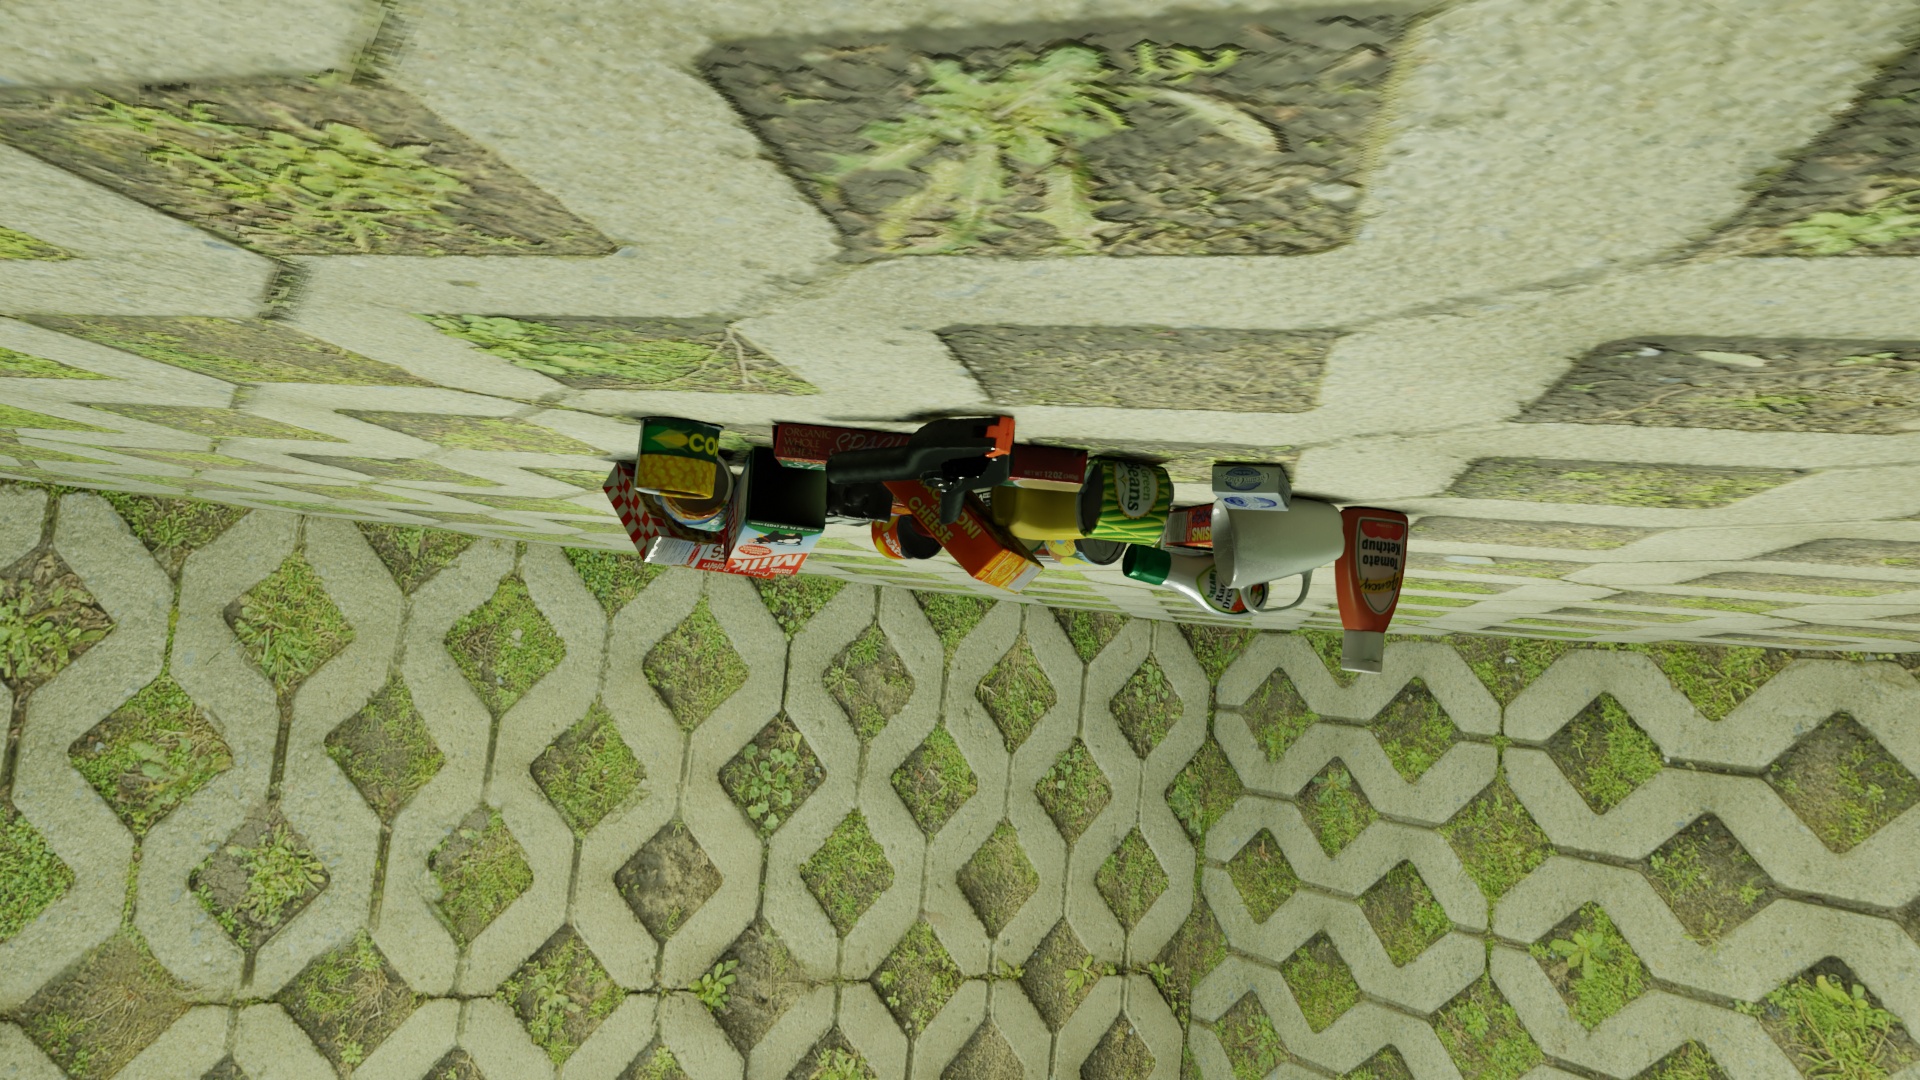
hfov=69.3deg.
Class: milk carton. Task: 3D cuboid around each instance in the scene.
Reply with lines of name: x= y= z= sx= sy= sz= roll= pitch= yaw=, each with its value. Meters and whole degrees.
milk carton: x=-0.180 y=-0.018 z=1.322 sx=0.072 sy=0.073 sz=0.190 roll=7 pitch=160 yaw=-17

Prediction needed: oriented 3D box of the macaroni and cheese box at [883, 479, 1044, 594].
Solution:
macaroni and cheese box: x=0.004 y=-0.015 z=1.221 sx=0.124 sy=0.040 sz=0.166 roll=47 pitch=-174 yaw=15

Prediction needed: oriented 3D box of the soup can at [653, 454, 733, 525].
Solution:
soup can: x=-0.254 y=-0.050 z=1.317 sx=0.071 sy=0.071 sz=0.083 roll=7 pitch=174 yaw=-13

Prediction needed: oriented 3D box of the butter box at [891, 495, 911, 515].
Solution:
butter box: x=-0.075 y=-0.043 z=1.454 sx=0.053 sy=0.024 sz=0.103 roll=9 pitch=174 yaw=-26

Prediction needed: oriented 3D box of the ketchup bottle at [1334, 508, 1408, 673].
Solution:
ketchup bottle: x=0.374 y=0.047 z=1.275 sx=0.065 sy=0.149 sz=0.043 roll=7 pitch=175 yaw=-15

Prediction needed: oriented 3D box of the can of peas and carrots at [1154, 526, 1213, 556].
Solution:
can of peas and carrots: x=0.239 y=0.006 z=1.475 sx=0.071 sy=0.059 sz=0.071 roll=6 pitch=175 yaw=1

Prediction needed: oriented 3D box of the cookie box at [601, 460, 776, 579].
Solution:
cookie box: x=-0.278 y=-0.021 z=1.468 sx=0.167 sy=0.040 sz=0.123 roll=11 pitch=-148 yaw=-46

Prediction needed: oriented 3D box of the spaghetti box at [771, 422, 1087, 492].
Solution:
spaghetti box: x=-0.025 y=-0.066 z=1.113 sx=0.250 sy=0.028 sz=0.050 roll=5 pitch=174 yaw=1

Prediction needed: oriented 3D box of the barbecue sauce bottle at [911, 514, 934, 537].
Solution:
barbecue sauce bottle: x=0.018 y=-0.017 z=1.541 sx=0.065 sy=0.043 sz=0.149 roll=1 pitch=174 yaw=43

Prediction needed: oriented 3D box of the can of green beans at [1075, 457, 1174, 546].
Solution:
can of green beans: x=0.131 y=-0.032 z=1.123 sx=0.058 sy=0.071 sz=0.071 roll=7 pitch=174 yaw=-15

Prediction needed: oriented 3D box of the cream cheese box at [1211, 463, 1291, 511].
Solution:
cream cheese box: x=0.236 y=-0.043 z=1.124 sx=0.053 sy=0.024 sz=0.104 roll=2 pitch=174 yaw=18

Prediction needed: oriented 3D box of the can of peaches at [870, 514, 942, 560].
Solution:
can of peaches: x=-0.060 y=-0.009 z=1.557 sx=0.071 sy=0.071 sz=0.058 roll=9 pitch=174 yaw=-35

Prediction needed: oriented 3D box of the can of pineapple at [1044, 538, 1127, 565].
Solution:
can of pineapple: x=0.125 y=-0.007 z=1.402 sx=0.071 sy=0.071 sz=0.058 roll=9 pitch=174 yaw=-34

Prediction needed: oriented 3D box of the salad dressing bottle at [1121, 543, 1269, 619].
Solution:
salad dressing bottle: x=0.236 y=0.037 z=1.396 sx=0.148 sy=0.064 sz=0.044 roll=15 pitch=-178 yaw=-15

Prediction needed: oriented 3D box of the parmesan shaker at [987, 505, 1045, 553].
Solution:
parmesan shaker: x=0.037 y=-0.014 z=1.423 sx=0.071 sy=0.071 sz=0.103 roll=8 pitch=174 yaw=-22

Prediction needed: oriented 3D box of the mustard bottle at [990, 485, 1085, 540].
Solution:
mustard bottle: x=0.098 y=-0.029 z=1.199 sx=0.160 sy=0.065 sz=0.048 roll=7 pitch=172 yaw=-38

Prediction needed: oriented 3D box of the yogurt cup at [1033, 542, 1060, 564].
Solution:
yogurt cup: x=0.110 y=-0.002 z=1.545 sx=0.072 sy=0.054 sz=0.072 roll=5 pitch=175 yaw=1

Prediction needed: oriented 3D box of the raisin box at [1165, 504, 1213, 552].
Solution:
raisin box: x=0.270 y=-0.010 z=1.371 sx=0.086 sy=0.040 sz=0.123 roll=8 pitch=176 yaw=-19

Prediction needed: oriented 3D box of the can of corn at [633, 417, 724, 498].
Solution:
can of corn: x=-0.233 y=-0.067 z=1.151 sx=0.071 sy=0.058 sz=0.071 roll=6 pitch=175 yaw=1

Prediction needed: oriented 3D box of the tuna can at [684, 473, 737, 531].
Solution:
tuna can: x=-0.256 y=-0.042 z=1.400 sx=0.071 sy=0.071 sz=0.033 roll=0 pitch=172 yaw=45
